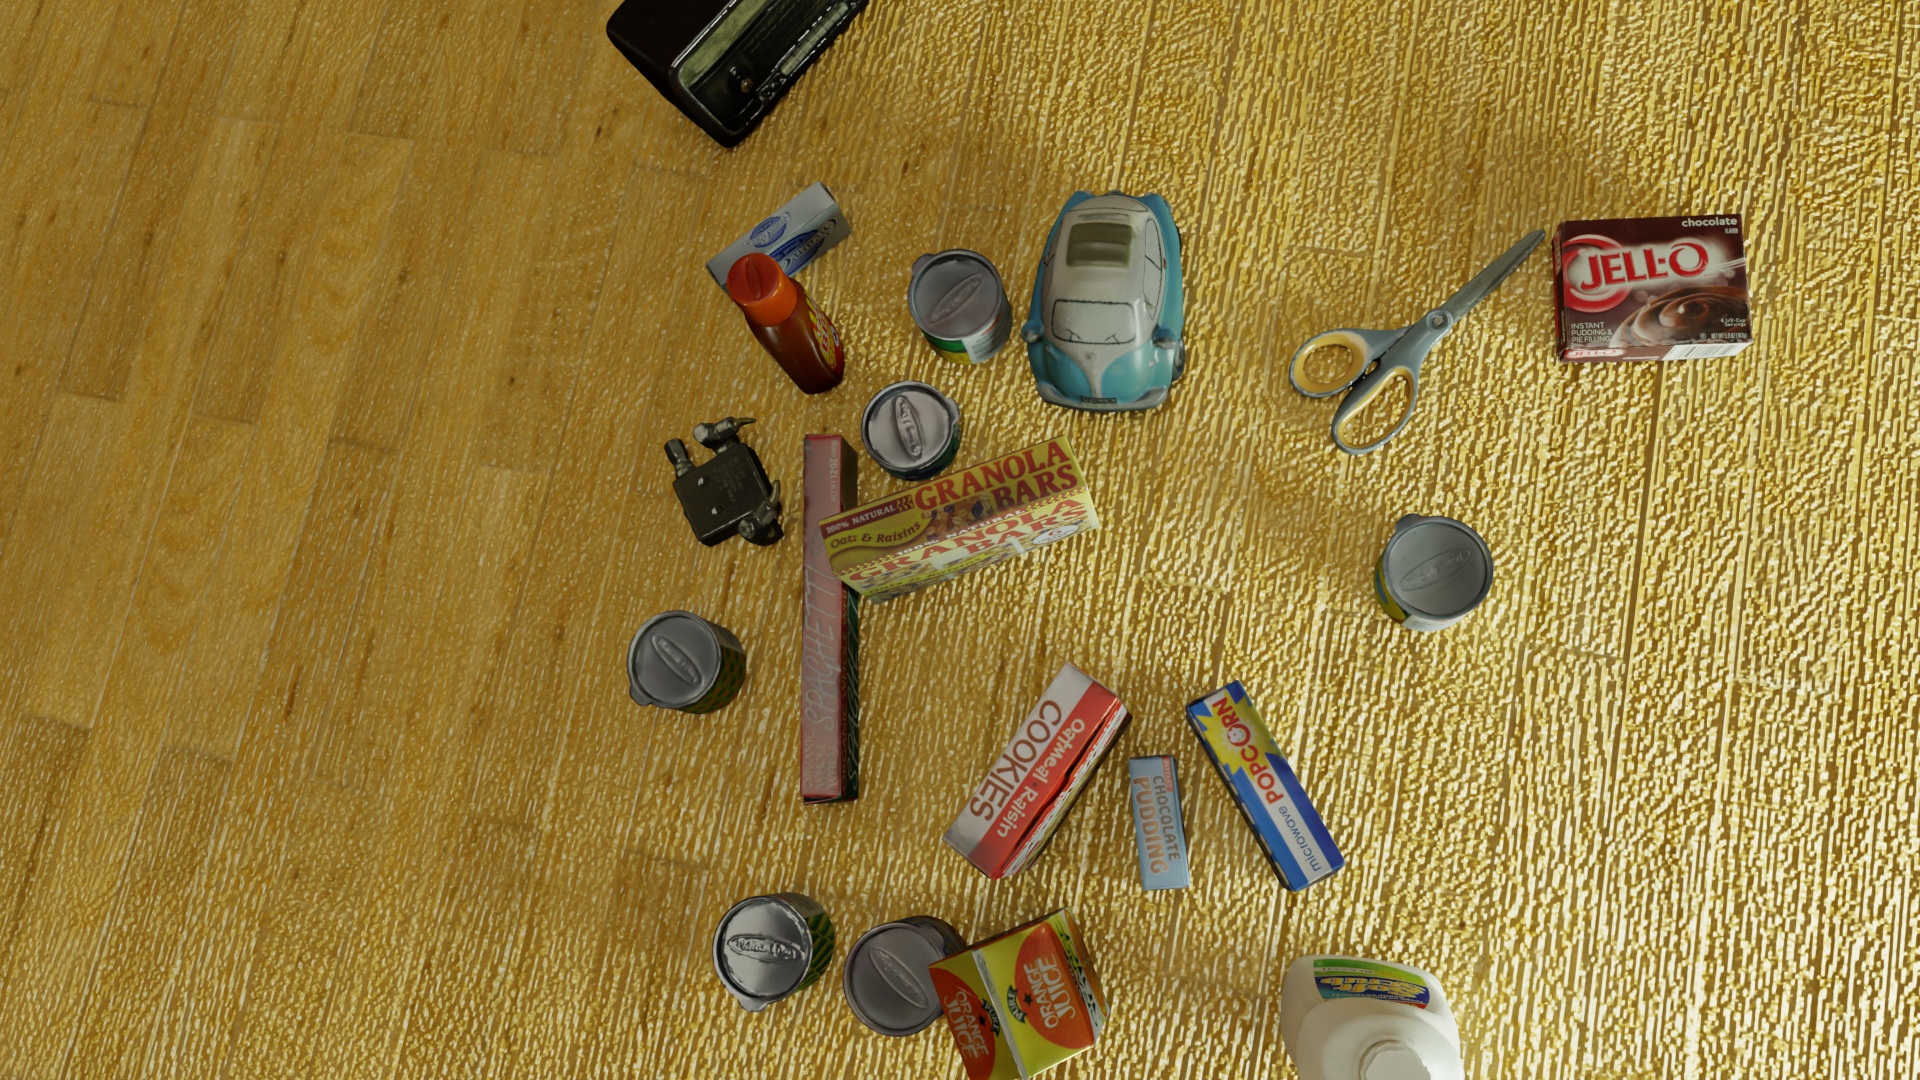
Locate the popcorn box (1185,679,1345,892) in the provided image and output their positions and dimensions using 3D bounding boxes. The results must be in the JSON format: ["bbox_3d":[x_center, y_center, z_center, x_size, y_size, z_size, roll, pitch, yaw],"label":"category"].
[{"bbox_3d":[0.186,0.152,0.859,0.038,0.085,0.127,-29,75,3],"label":"popcorn box"}]

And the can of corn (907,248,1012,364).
[{"bbox_3d":[-0.001,-0.164,0.973,0.071,0.058,0.071,-2,78,9],"label":"can of corn"}]

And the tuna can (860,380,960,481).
[{"bbox_3d":[-0.032,-0.077,0.973,0.071,0.033,0.071,-2,78,9],"label":"tuna can"}]

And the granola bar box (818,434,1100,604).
[{"bbox_3d":[0.003,-0.011,0.905,0.165,0.124,0.039,-19,76,5],"label":"granola bar box"}]

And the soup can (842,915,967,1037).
[{"bbox_3d":[-0.030,0.269,0.871,0.071,0.083,0.071,-2,78,9],"label":"soup can"}]

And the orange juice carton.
[{"bbox_3d":[0.035,0.263,0.805,0.073,0.192,0.072,-23,76,5],"label":"orange juice carton"}]

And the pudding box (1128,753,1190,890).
[{"bbox_3d":[0.127,0.179,0.882,0.030,0.049,0.084,-7,77,8],"label":"pudding box"}]

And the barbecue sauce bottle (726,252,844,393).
[{"bbox_3d":[-0.118,-0.150,0.943,0.043,0.148,0.065,-16,76,6],"label":"barbecue sauce bottle"}]

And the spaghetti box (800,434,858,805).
[{"bbox_3d":[-0.089,0.053,0.946,0.029,0.050,0.250,-3,78,9],"label":"spaghetti box"}]

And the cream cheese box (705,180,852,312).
[{"bbox_3d":[-0.131,-0.213,1.008,0.104,0.053,0.024,-36,75,1],"label":"cream cheese box"}]

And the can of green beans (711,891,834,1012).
[{"bbox_3d":[-0.120,0.263,0.902,0.071,0.057,0.071,-2,78,9],"label":"can of green beans"}]

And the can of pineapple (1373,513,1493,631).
[{"bbox_3d":[0.299,0.020,0.883,0.071,0.058,0.071,-2,78,9],"label":"can of pineapple"}]

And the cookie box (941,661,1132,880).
[{"bbox_3d":[0.053,0.142,0.842,0.040,0.167,0.123,34,86,14],"label":"cookie box"}]

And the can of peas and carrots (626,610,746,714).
[{"bbox_3d":[-0.188,0.086,0.951,0.071,0.058,0.071,-2,78,9],"label":"can of peas and carrots"}]
